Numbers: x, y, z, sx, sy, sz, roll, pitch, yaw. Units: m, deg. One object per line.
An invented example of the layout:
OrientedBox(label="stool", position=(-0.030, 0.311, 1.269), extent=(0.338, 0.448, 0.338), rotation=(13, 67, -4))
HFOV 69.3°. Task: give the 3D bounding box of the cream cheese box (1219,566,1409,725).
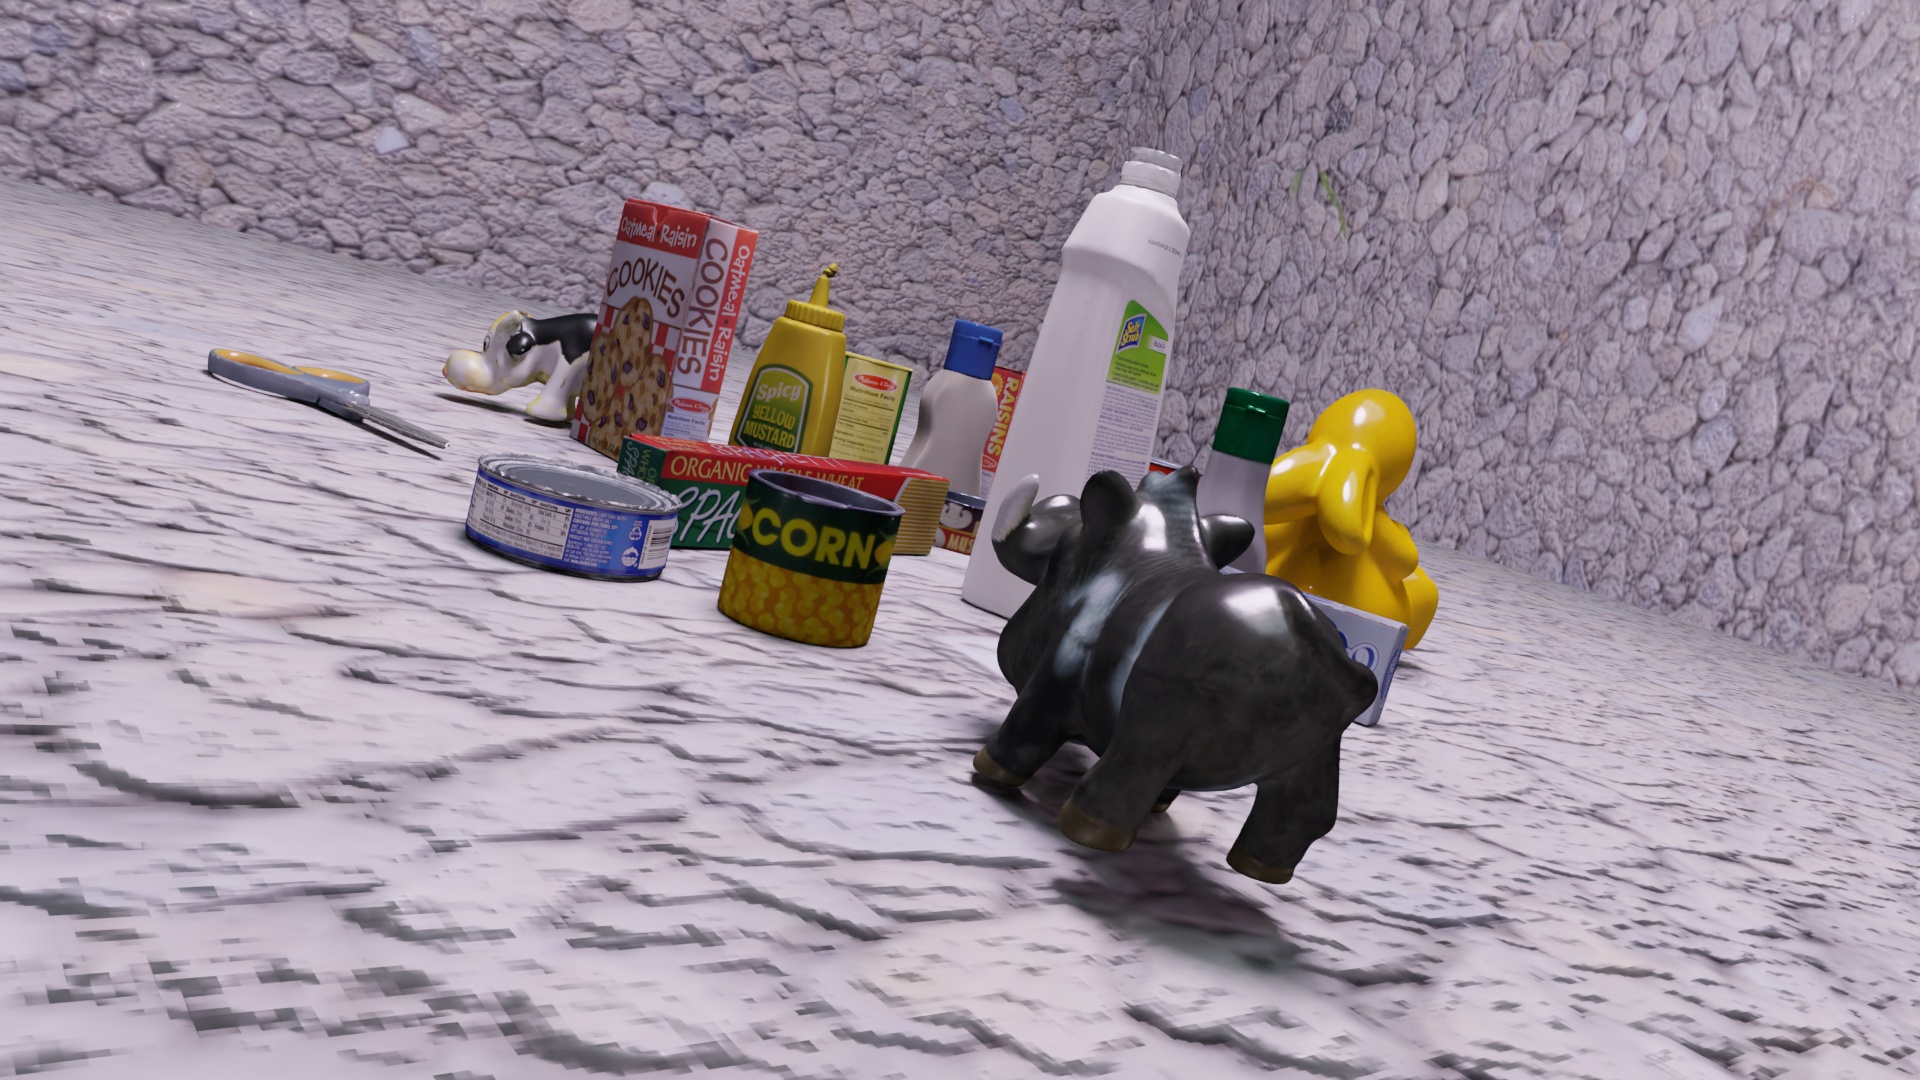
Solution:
OrientedBox(label="cream cheese box", position=(0.172, 0.053, 0.717), extent=(0.104, 0.053, 0.024), rotation=(19, 8, 28))

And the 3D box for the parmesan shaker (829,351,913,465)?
OrientedBox(label="parmesan shaker", position=(-0.083, -0.088, 1.051), extent=(0.071, 0.103, 0.071), rotation=(15, 7, -2))

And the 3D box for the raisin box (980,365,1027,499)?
OrientedBox(label="raisin box", position=(0.050, -0.071, 1.105), extent=(0.086, 0.123, 0.040), rotation=(8, 10, -45))

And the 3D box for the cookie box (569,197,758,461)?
OrientedBox(label="cookie box", position=(-0.196, -0.132, 0.905), extent=(0.040, 0.167, 0.123), rotation=(9, 9, -40))

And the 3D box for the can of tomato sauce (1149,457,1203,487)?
OrientedBox(label="can of tomato sauce", position=(0.150, -0.022, 1.102), extent=(0.071, 0.083, 0.071), rotation=(15, 7, -2))

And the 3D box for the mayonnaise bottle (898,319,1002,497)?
OrientedBox(label="mayonnaise bottle", position=(-0.005, -0.086, 1.016), extent=(0.065, 0.148, 0.041), rotation=(12, 8, -24))

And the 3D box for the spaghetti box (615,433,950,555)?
OrientedBox(label="spaghetti box", position=(-0.088, -0.021, 0.754), extent=(0.029, 0.050, 0.250), rotation=(19, 9, 31))

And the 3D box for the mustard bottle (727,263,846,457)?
OrientedBox(label="mustard bottle", position=(-0.109, -0.108, 0.924), extent=(0.065, 0.160, 0.049), rotation=(17, 7, 13))

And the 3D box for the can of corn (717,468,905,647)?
OrientedBox(label="can of corn", position=(-0.062, 0.007, 0.573), extent=(0.071, 0.058, 0.071), rotation=(15, 7, -2))

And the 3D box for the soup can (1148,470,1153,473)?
OrientedBox(label="soup can", position=(0.088, -0.009, 0.887), extent=(0.071, 0.083, 0.071), rotation=(15, 7, -2))

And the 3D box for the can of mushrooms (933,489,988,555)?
OrientedBox(label="can of mushrooms", position=(0.003, -0.012, 0.928), extent=(0.071, 0.033, 0.071), rotation=(15, 8, -2))

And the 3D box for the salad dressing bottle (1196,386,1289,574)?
OrientedBox(label="salad dressing bottle", position=(0.153, -0.013, 0.804), extent=(0.064, 0.147, 0.044), rotation=(16, 7, 8))
